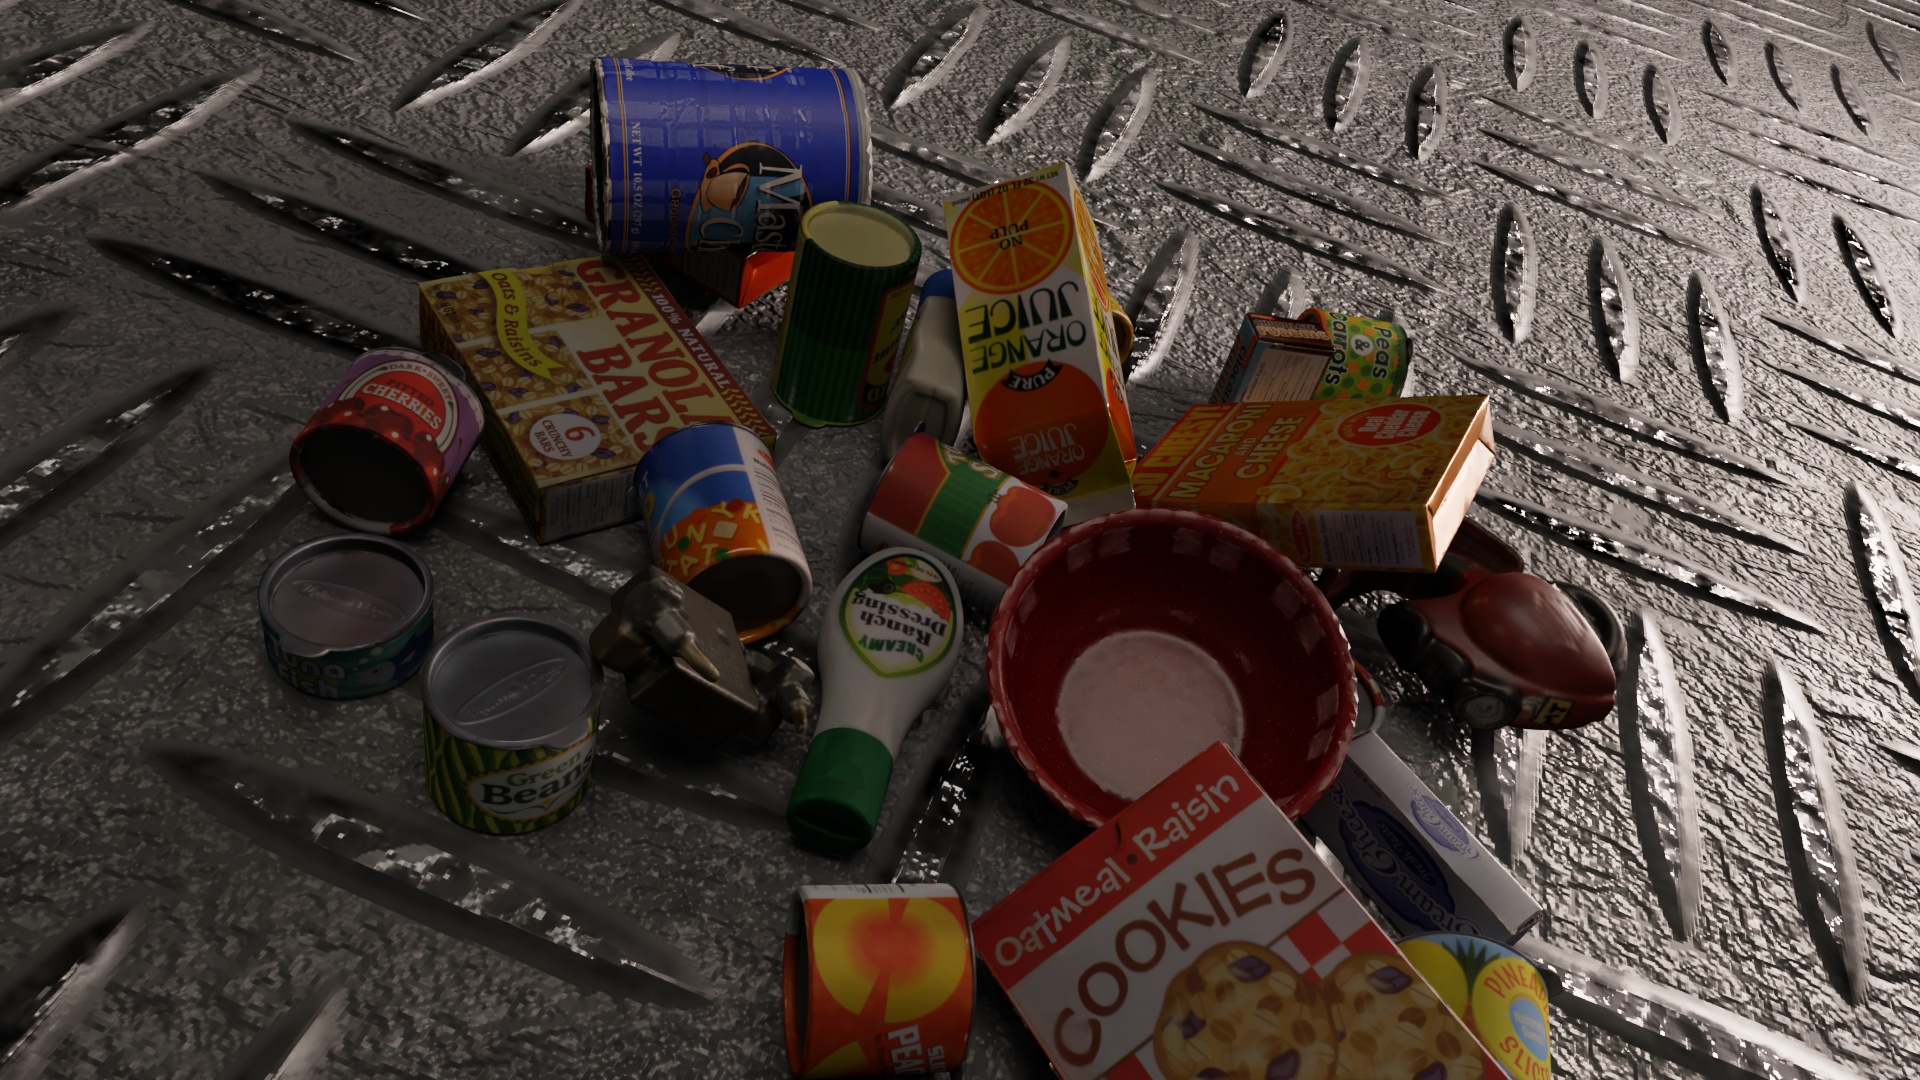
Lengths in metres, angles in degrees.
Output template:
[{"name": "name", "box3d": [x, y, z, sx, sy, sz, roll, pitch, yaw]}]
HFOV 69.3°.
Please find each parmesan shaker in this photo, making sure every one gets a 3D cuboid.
[{"name": "parmesan shaker", "box3d": [-0.063, -0.120, 0.749, 0.071, 0.102, 0.072, 10, 43, -9]}]

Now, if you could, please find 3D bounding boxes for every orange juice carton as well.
[{"name": "orange juice carton", "box3d": [0.045, -0.096, 0.740, 0.072, 0.073, 0.193, -13, 67, 15]}]

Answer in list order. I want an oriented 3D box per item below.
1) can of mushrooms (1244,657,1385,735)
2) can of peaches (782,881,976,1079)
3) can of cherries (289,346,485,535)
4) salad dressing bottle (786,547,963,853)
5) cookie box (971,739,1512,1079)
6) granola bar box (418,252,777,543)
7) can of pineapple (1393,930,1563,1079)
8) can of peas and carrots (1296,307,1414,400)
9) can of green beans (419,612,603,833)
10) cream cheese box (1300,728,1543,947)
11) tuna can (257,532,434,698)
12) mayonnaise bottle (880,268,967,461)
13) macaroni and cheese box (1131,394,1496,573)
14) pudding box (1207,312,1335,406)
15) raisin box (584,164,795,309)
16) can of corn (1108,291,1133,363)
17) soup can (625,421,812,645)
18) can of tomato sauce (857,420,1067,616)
[{"name": "can of mushrooms", "box3d": [0.166, 0.080, 0.668, 0.071, 0.033, 0.071, 9, 43, -9]}, {"name": "can of peaches", "box3d": [-0.030, 0.158, 0.493, 0.058, 0.070, 0.071, 4, 44, -15]}, {"name": "can of cherries", "box3d": [-0.257, -0.046, 0.627, 0.071, 0.071, 0.059, 15, 42, -3]}, {"name": "salad dressing bottle", "box3d": [-0.038, 0.066, 0.604, 0.064, 0.043, 0.148, 20, 42, -4]}, {"name": "cookie box", "box3d": [0.099, 0.173, 0.496, 0.123, 0.040, 0.168, -36, 59, -4]}, {"name": "granola bar box", "box3d": [-0.188, -0.081, 0.712, 0.124, 0.038, 0.166, -17, 53, -33]}, {"name": "can of pineapple", "box3d": [0.192, 0.192, 0.530, 0.071, 0.070, 0.058, 21, 43, 3]}, {"name": "can of peas and carrots", "box3d": [0.239, -0.109, 0.865, 0.059, 0.070, 0.071, 10, 43, -8]}, {"name": "can of green beans", "box3d": [-0.175, 0.071, 0.541, 0.071, 0.057, 0.071, 10, 42, -9]}, {"name": "cream cheese box", "box3d": [0.196, 0.138, 0.602, 0.024, 0.053, 0.104, -19, 53, -31]}, {"name": "tuna can", "box3d": [-0.254, 0.032, 0.574, 0.071, 0.032, 0.071, 10, 42, -9]}, {"name": "mayonnaise bottle", "box3d": [-0.013, -0.103, 0.782, 0.041, 0.064, 0.149, 17, 38, -6]}, {"name": "macaroni and cheese box", "box3d": [0.178, -0.031, 0.724, 0.166, 0.040, 0.124, 2, 30, 35]}, {"name": "pudding box", "box3d": [0.178, -0.089, 0.814, 0.050, 0.083, 0.030, 5, 41, -14]}, {"name": "raisin box", "box3d": [-0.155, -0.200, 0.850, 0.123, 0.039, 0.086, 32, 45, 16]}, {"name": "can of corn", "box3d": [0.064, -0.129, 0.831, 0.071, 0.070, 0.058, -8, 49, -26]}, {"name": "soup can", "box3d": [-0.112, -0.002, 0.636, 0.071, 0.071, 0.084, -4, 47, -23]}, {"name": "can of tomato sauce", "box3d": [0.002, -0.009, 0.679, 0.083, 0.070, 0.071, 27, 43, 9]}]
